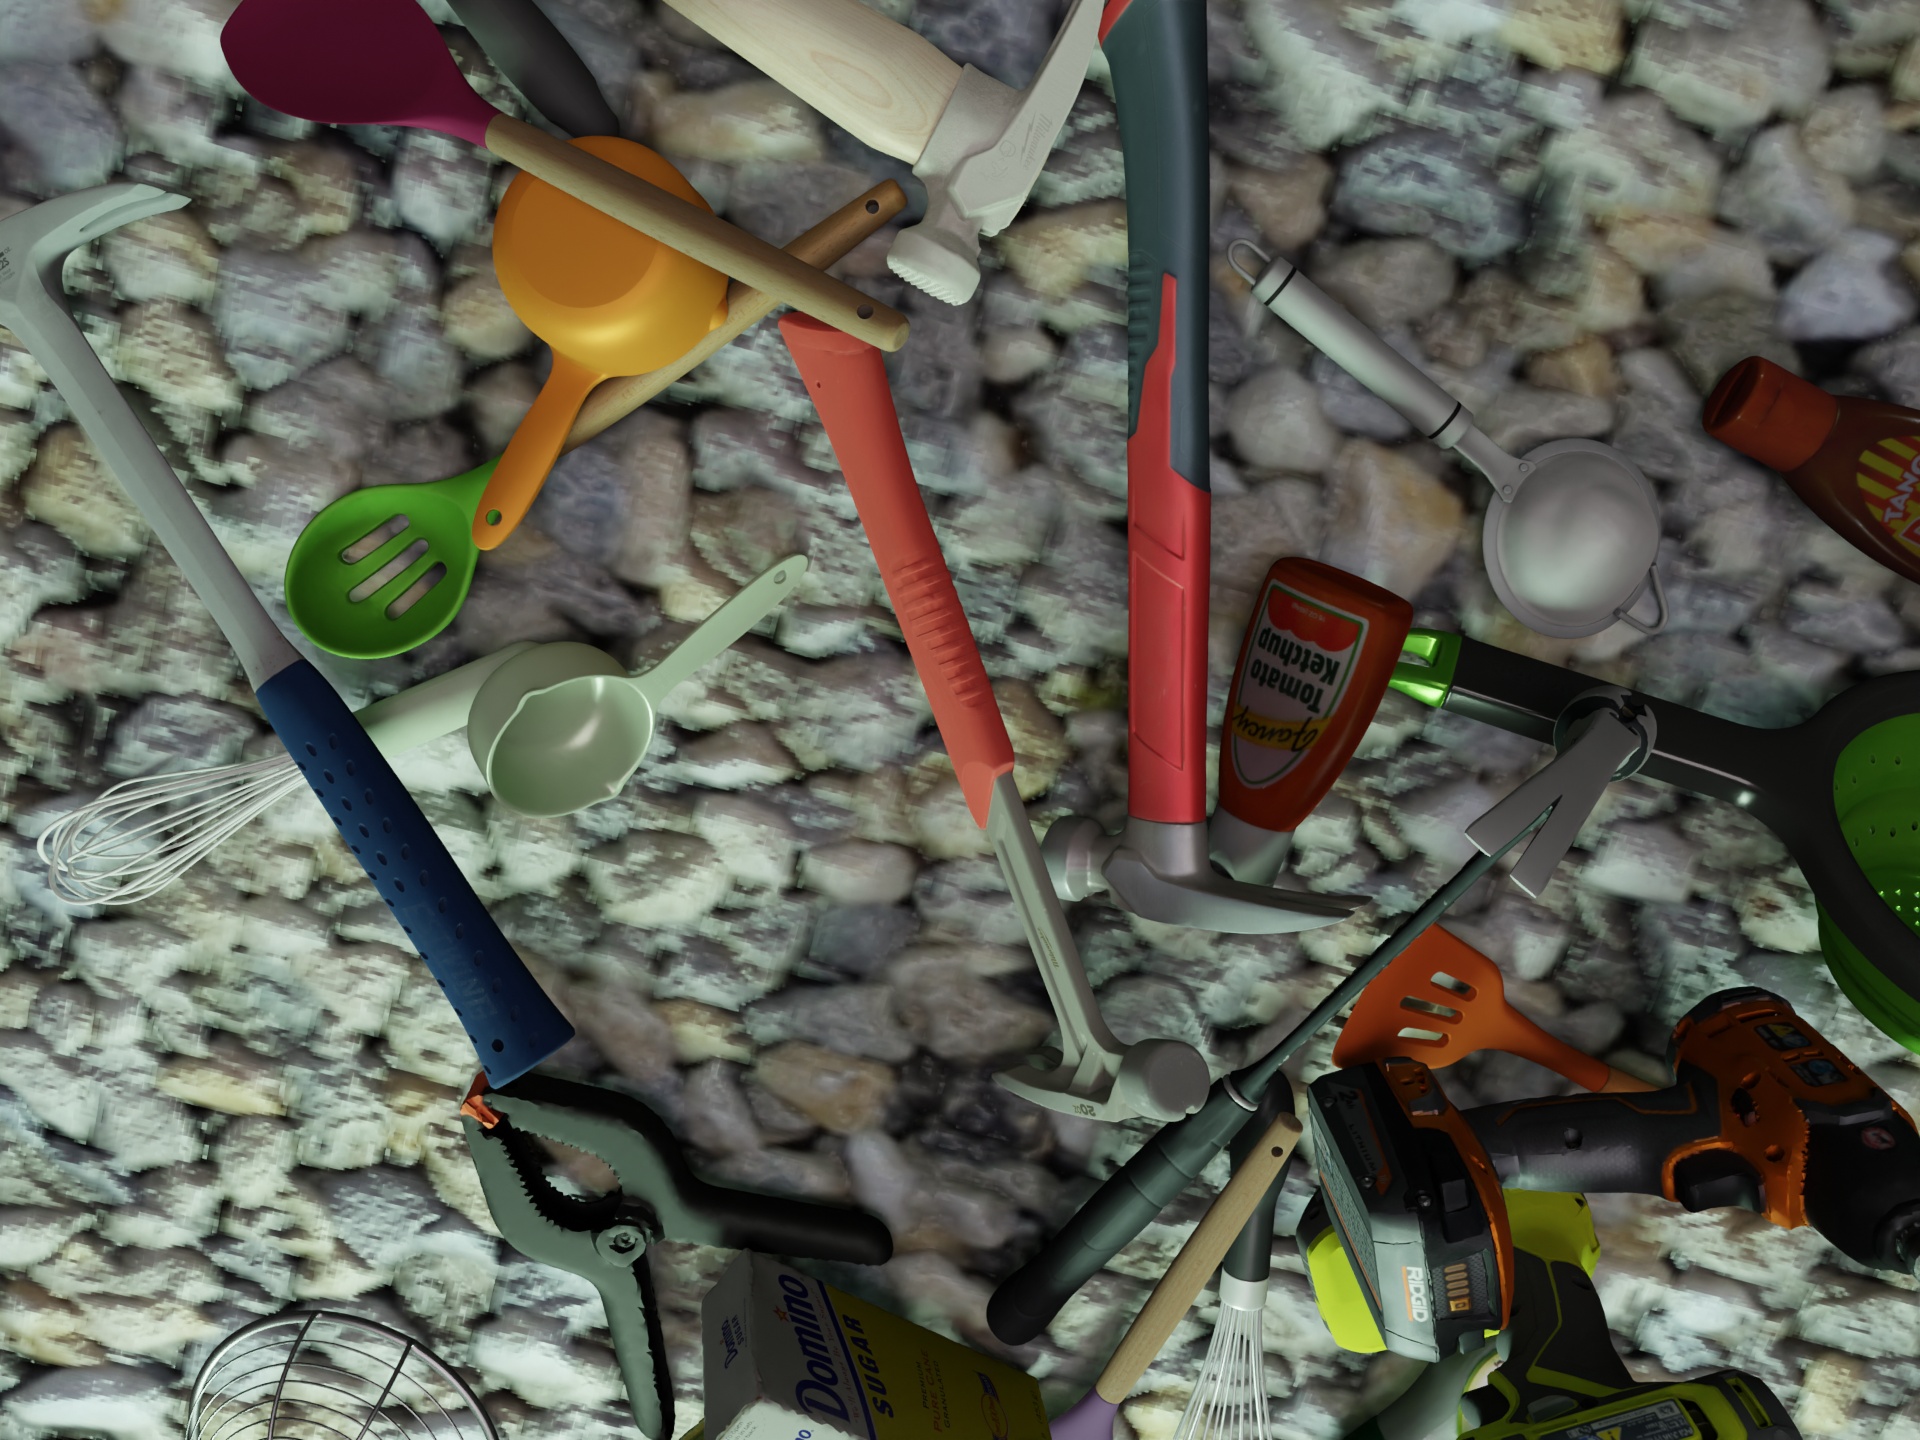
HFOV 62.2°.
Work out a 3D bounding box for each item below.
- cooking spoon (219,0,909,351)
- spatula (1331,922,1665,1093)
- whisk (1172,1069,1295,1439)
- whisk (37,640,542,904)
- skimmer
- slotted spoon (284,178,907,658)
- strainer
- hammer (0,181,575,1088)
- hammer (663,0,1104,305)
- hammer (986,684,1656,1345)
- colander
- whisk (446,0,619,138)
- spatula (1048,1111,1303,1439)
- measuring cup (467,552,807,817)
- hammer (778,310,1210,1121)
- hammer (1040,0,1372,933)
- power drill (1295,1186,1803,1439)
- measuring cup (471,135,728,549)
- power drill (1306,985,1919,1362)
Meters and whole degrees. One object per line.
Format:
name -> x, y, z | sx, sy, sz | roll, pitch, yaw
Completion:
cooking spoon -> -0.154, -0.211, 0.599 | 0.319, 0.017, 0.069 | 30, 79, 15
spatula -> 0.323, 0.182, 0.746 | 0.322, 0.041, 0.081 | 25, 102, -7
whisk -> 0.133, 0.303, 0.771 | 0.070, 0.070, 0.284 | 4, 100, -1
whisk -> -0.293, 0.020, 0.703 | 0.246, 0.059, 0.057 | -23, 140, 2
skimmer -> -0.146, 0.331, 0.680 | 0.127, 0.090, 0.362 | -45, 133, 16
slotted spoon -> -0.152, -0.130, 0.672 | 0.314, 0.031, 0.070 | -34, 98, 6
strainer -> 0.213, -0.118, 0.670 | 0.258, 0.050, 0.087 | 37, 86, -6
hammer -> -0.282, -0.030, 0.655 | 0.144, 0.035, 0.405 | -33, 92, 11
hammer -> -0.142, -0.318, 0.583 | 0.410, 0.038, 0.146 | 27, 96, -15
hammer -> 0.128, 0.149, 0.668 | 0.036, 0.149, 0.408 | 44, 121, 14
colander -> 0.361, 0.055, 0.686 | 0.397, 0.205, 0.094 | 19, 139, 11
whisk -> -0.219, -0.318, 0.616 | 0.055, 0.055, 0.238 | -39, 106, 9
spatula -> 0.085, 0.308, 0.767 | 0.060, 0.018, 0.315 | 24, 114, -3
measuring cup -> -0.140, -0.027, 0.691 | 0.167, 0.038, 0.083 | -40, 145, -9
hammer -> -0.001, -0.002, 0.677 | 0.036, 0.149, 0.359 | -22, 93, -25
hammer -> 0.099, -0.104, 0.648 | 0.143, 0.038, 0.386 | 6, 103, 33
power drill -> 0.225, 0.275, 0.674 | 0.171, 0.223, 0.080 | -18, 104, 4
measuring cup -> -0.160, -0.149, 0.632 | 0.095, 0.052, 0.173 | 27, 90, 6
power drill -> 0.272, 0.187, 0.649 | 0.226, 0.164, 0.084 | -11, 108, 1
